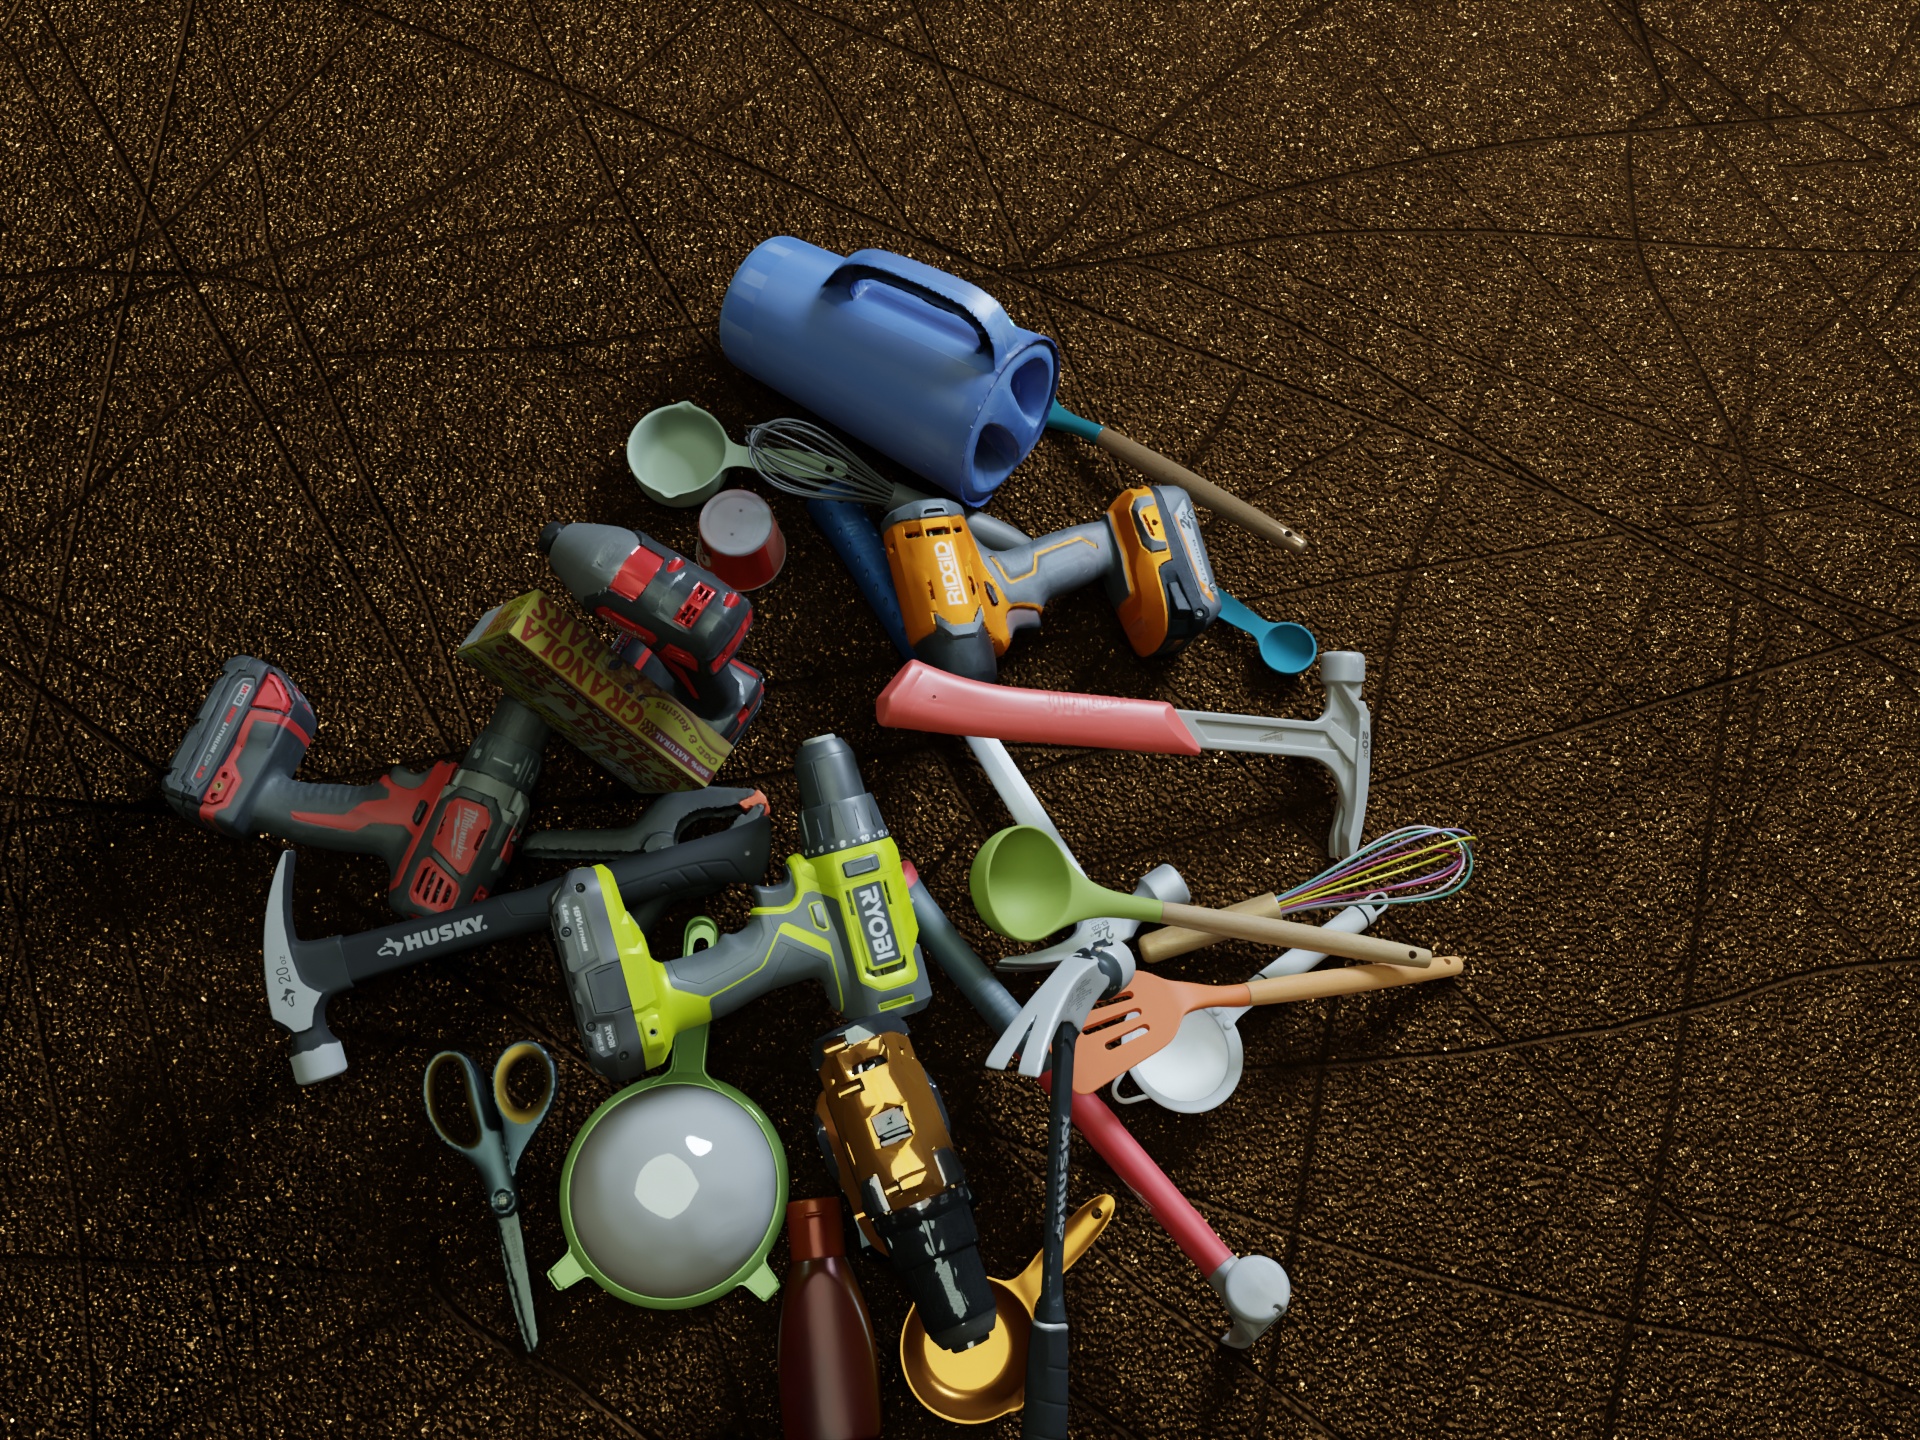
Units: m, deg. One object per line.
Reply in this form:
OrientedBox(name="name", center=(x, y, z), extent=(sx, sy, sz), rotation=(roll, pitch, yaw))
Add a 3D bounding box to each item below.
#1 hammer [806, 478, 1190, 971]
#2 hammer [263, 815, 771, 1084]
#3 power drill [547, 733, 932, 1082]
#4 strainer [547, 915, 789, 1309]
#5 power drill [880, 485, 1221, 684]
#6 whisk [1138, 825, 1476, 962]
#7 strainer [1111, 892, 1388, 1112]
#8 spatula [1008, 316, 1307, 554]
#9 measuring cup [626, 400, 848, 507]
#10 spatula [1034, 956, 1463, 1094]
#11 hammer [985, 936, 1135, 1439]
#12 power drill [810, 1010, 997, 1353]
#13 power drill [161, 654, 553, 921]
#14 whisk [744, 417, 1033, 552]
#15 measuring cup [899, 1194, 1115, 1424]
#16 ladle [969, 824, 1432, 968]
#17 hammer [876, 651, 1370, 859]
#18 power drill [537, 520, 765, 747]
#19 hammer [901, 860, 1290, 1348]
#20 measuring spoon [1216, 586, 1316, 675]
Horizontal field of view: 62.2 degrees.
OrientedBox(name="hammer", center=(-0.002, -0.004, 1.160), extent=(0.144, 0.035, 0.406), rotation=(-29, 75, -12))
OrientedBox(name="hammer", center=(-0.286, 0.120, 1.052), extent=(0.334, 0.035, 0.146), rotation=(-15, 90, -14))
OrientedBox(name="power drill", center=(-0.144, 0.123, 1.032), extent=(0.228, 0.080, 0.190), rotation=(-15, 88, -18))
OrientedBox(name="strainer", center=(-0.185, 0.252, 1.044), extent=(0.151, 0.069, 0.256), rotation=(4, 72, -1))
OrientedBox(name="power drill", center=(0.067, -0.084, 1.147), extent=(0.226, 0.084, 0.164), rotation=(-8, 73, -18))
OrientedBox(name="whisk", center=(0.243, 0.125, 1.112), extent=(0.245, 0.047, 0.051), rotation=(-19, 100, 4))
OrientedBox(name="strainer", center=(0.202, 0.192, 1.101), extent=(0.258, 0.050, 0.087), rotation=(-32, 75, -18))
OrientedBox(name="spatula", center=(0.128, -0.212, 1.217), extent=(0.318, 0.044, 0.082), rotation=(33, 68, 21))
OrientedBox(name="measuring cup", center=(-0.169, -0.194, 1.217), extent=(0.167, 0.038, 0.083), rotation=(7, 71, -2))
OrientedBox(name="spatula", center=(0.206, 0.186, 1.064), extent=(0.322, 0.041, 0.081), rotation=(-2, 46, -26))
OrientedBox(name="hammer", center=(0.053, 0.342, 0.937), extent=(0.036, 0.149, 0.409), rotation=(7, 101, 25))
OrientedBox(name="power drill", center=(-0.031, 0.281, 0.959), extent=(0.084, 0.226, 0.185), rotation=(-20, 73, -9))
OrientedBox(name="power drill", center=(-0.406, 0.030, 1.109), extent=(0.226, 0.080, 0.188), rotation=(20, 72, 1))
OrientedBox(name="whisk", center=(-0.050, -0.168, 1.181), extent=(0.238, 0.055, 0.055), rotation=(20, 70, -17))
OrientedBox(name="measuring cup", center=(0.035, 0.371, 1.025), extent=(0.173, 0.052, 0.095), rotation=(-42, 78, -17))
OrientedBox(name="ladle", center=(0.163, 0.132, 1.071), extent=(0.320, 0.062, 0.078), rotation=(10, 74, -1))
OrientedBox(name="hammer", center=(0.119, 0.012, 1.099), extent=(0.359, 0.037, 0.149), rotation=(5, 86, -17))
OrientedBox(name="power drill", center=(-0.205, -0.057, 1.071), extent=(0.143, 0.219, 0.078), rotation=(29, 72, 7))
OrientedBox(name="hammer", center=(0.068, 0.246, 1.057), extent=(0.038, 0.143, 0.387), rotation=(-36, 65, -15))
OrientedBox(name="measuring spoon", center=(0.212, -0.075, 1.209), extent=(0.129, 0.021, 0.042), rotation=(36, 74, 19))
